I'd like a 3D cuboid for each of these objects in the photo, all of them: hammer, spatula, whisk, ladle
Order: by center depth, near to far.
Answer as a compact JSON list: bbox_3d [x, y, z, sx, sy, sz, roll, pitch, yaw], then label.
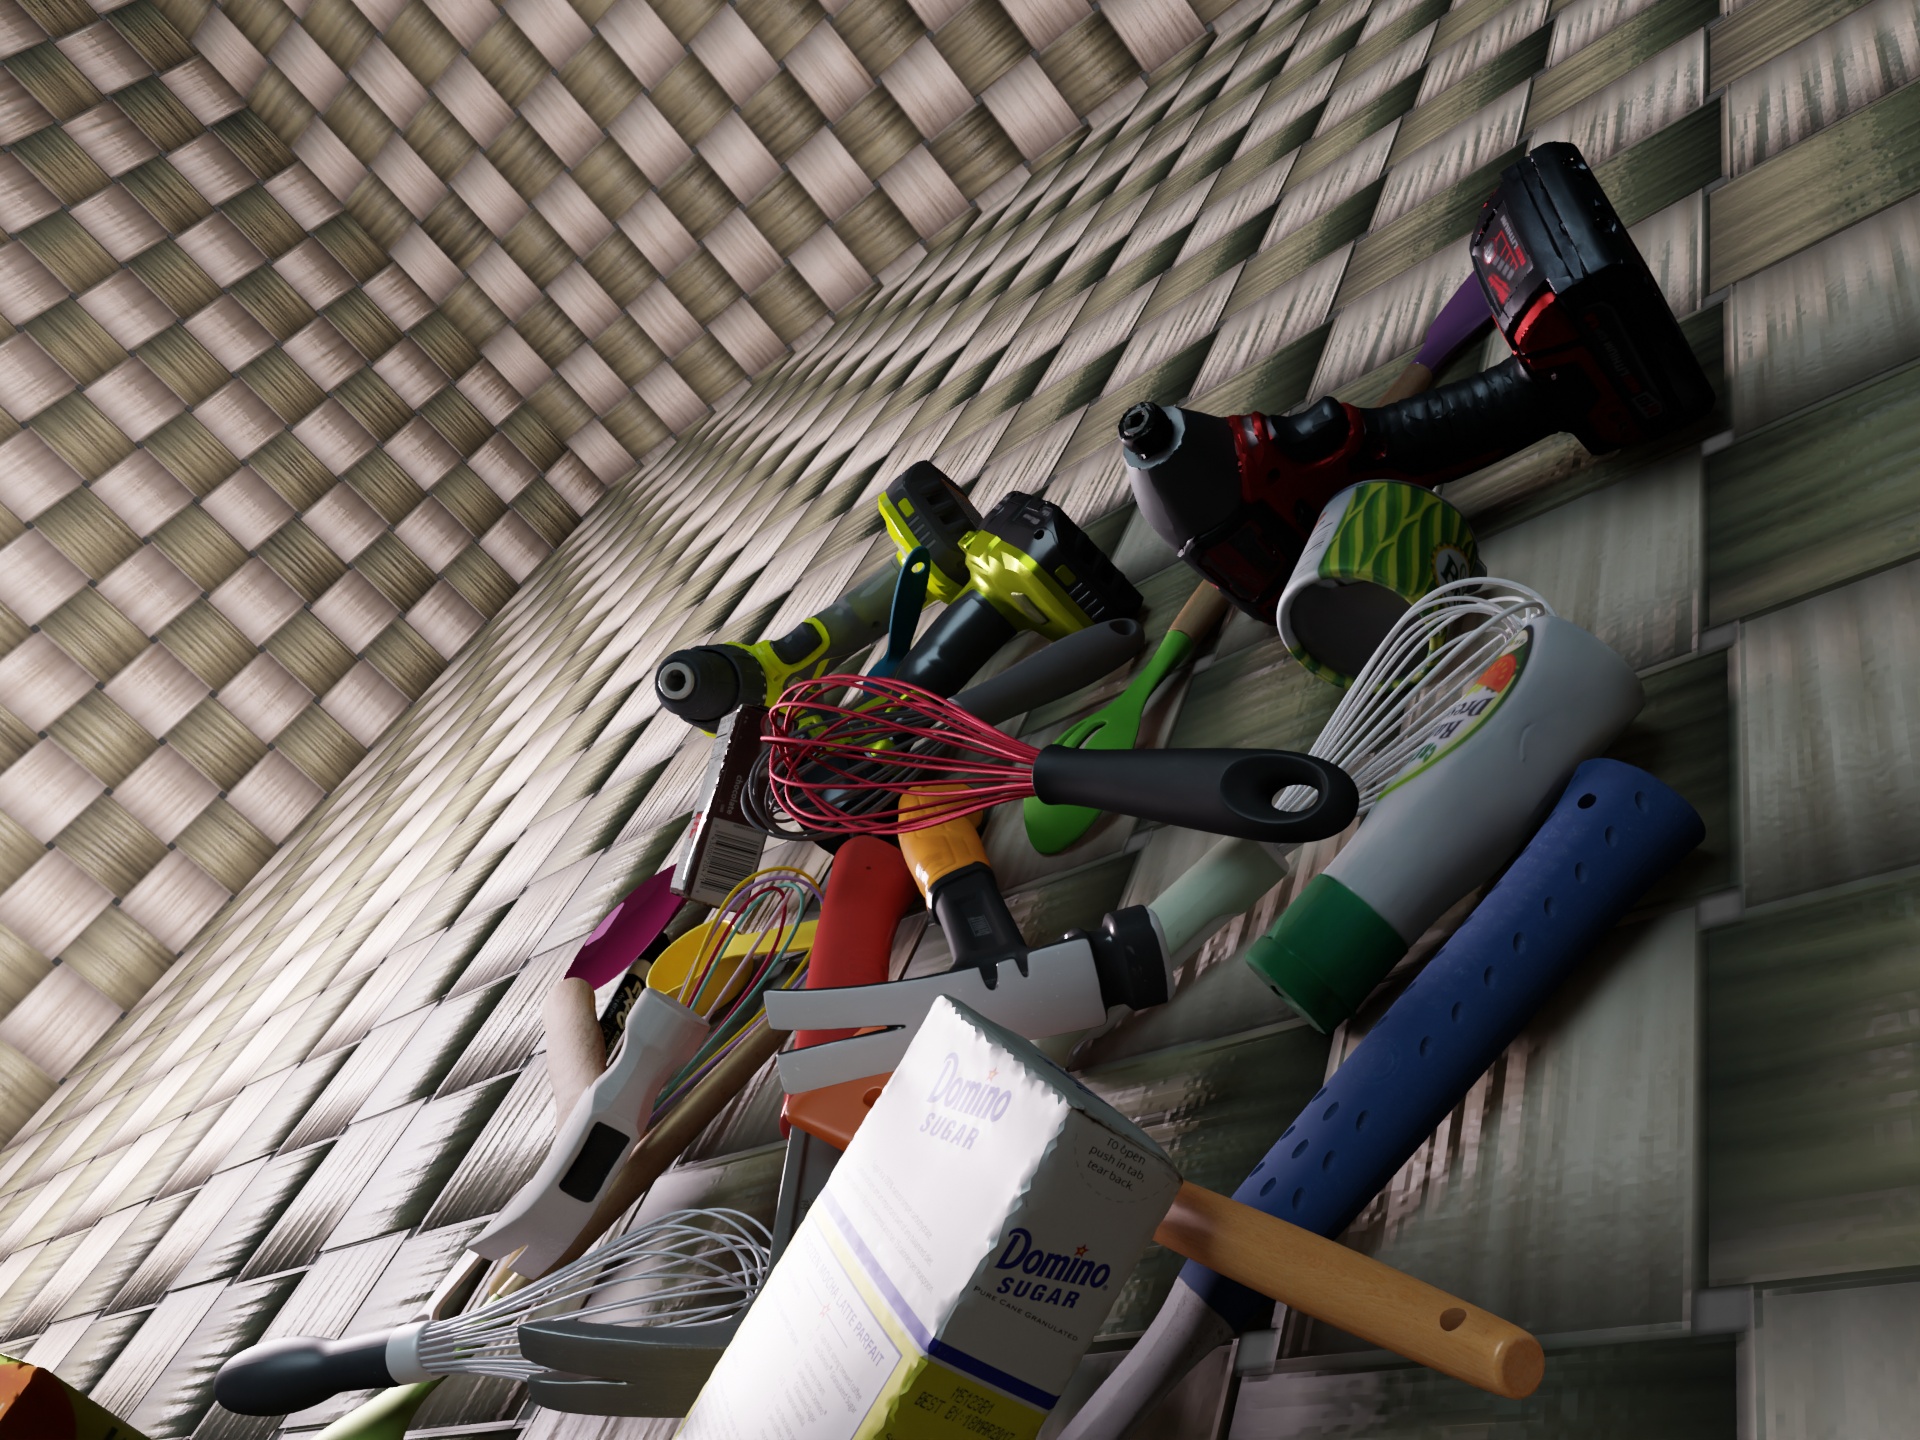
[{"bbox_3d":[0.061,0.166,0.419,0.405,0.035,0.144,-45,19,-10],"label":"hammer"},{"bbox_3d":[0.036,0.122,0.442,0.081,0.041,0.322,-38,12,-21],"label":"spatula"},{"bbox_3d":[0.117,0.041,0.574,0.246,0.059,0.057,-43,-18,7],"label":"whisk"},{"bbox_3d":[-0.184,0.239,0.614,0.284,0.070,0.070,-17,28,21],"label":"whisk"},{"bbox_3d":[0.021,0.019,0.619,0.296,0.073,0.073,4,47,44],"label":"whisk"},{"bbox_3d":[-0.059,0.135,0.639,0.149,0.036,0.359,-4,20,1],"label":"hammer"},{"bbox_3d":[-0.009,0.068,0.650,0.127,0.034,0.337,-13,8,-3],"label":"hammer"},{"bbox_3d":[-0.172,0.246,0.704,0.320,0.062,0.078,-44,20,-28],"label":"ladle"},{"bbox_3d":[-0.184,0.168,0.760,0.130,0.031,0.331,-59,13,-8],"label":"hammer"},{"bbox_3d":[-0.147,0.173,0.768,0.051,0.047,0.245,23,71,41],"label":"whisk"},{"bbox_3d":[-0.002,-0.002,0.789,0.239,0.055,0.055,-25,11,-27],"label":"whisk"},{"bbox_3d":[0.230,-0.166,0.830,0.316,0.018,0.060,-50,21,-24],"label":"spatula"}]

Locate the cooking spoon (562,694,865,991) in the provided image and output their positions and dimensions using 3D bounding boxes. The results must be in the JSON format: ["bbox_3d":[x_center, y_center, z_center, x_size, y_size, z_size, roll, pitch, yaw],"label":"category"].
[{"bbox_3d":[-0.125,0.057,0.999,0.319,0.017,0.069,-45,28,-22],"label":"cooking spoon"}]

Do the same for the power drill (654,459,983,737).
[{"bbox_3d":[-0.084,-0.066,1.035,0.228,0.080,0.190,-36,-11,9],"label":"power drill"}]

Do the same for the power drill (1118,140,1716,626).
[{"bbox_3d":[0.178,-0.129,0.663,0.219,0.143,0.079,-29,48,29],"label":"power drill"}]

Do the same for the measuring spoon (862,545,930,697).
[{"bbox_3d":[-0.032,-0.051,0.980,0.042,0.128,0.021,-11,47,-25],"label":"measuring spoon"}]

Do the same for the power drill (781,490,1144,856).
[{"bbox_3d":[-0.010,-0.020,0.895,0.223,0.080,0.171,-46,19,0],"label":"power drill"}]

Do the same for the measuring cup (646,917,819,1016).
[{"bbox_3d":[-0.098,0.127,0.837,0.156,0.029,0.062,-14,28,32],"label":"measuring cup"}]

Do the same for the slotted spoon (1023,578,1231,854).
[{"bbox_3d":[0.121,-0.057,0.794,0.314,0.031,0.070,-50,17,-27],"label":"slotted spoon"}]

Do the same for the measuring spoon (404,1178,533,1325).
[{"bbox_3d":[-0.245,0.280,0.799,0.034,0.018,0.124,-25,19,39],"label":"measuring spoon"}]
